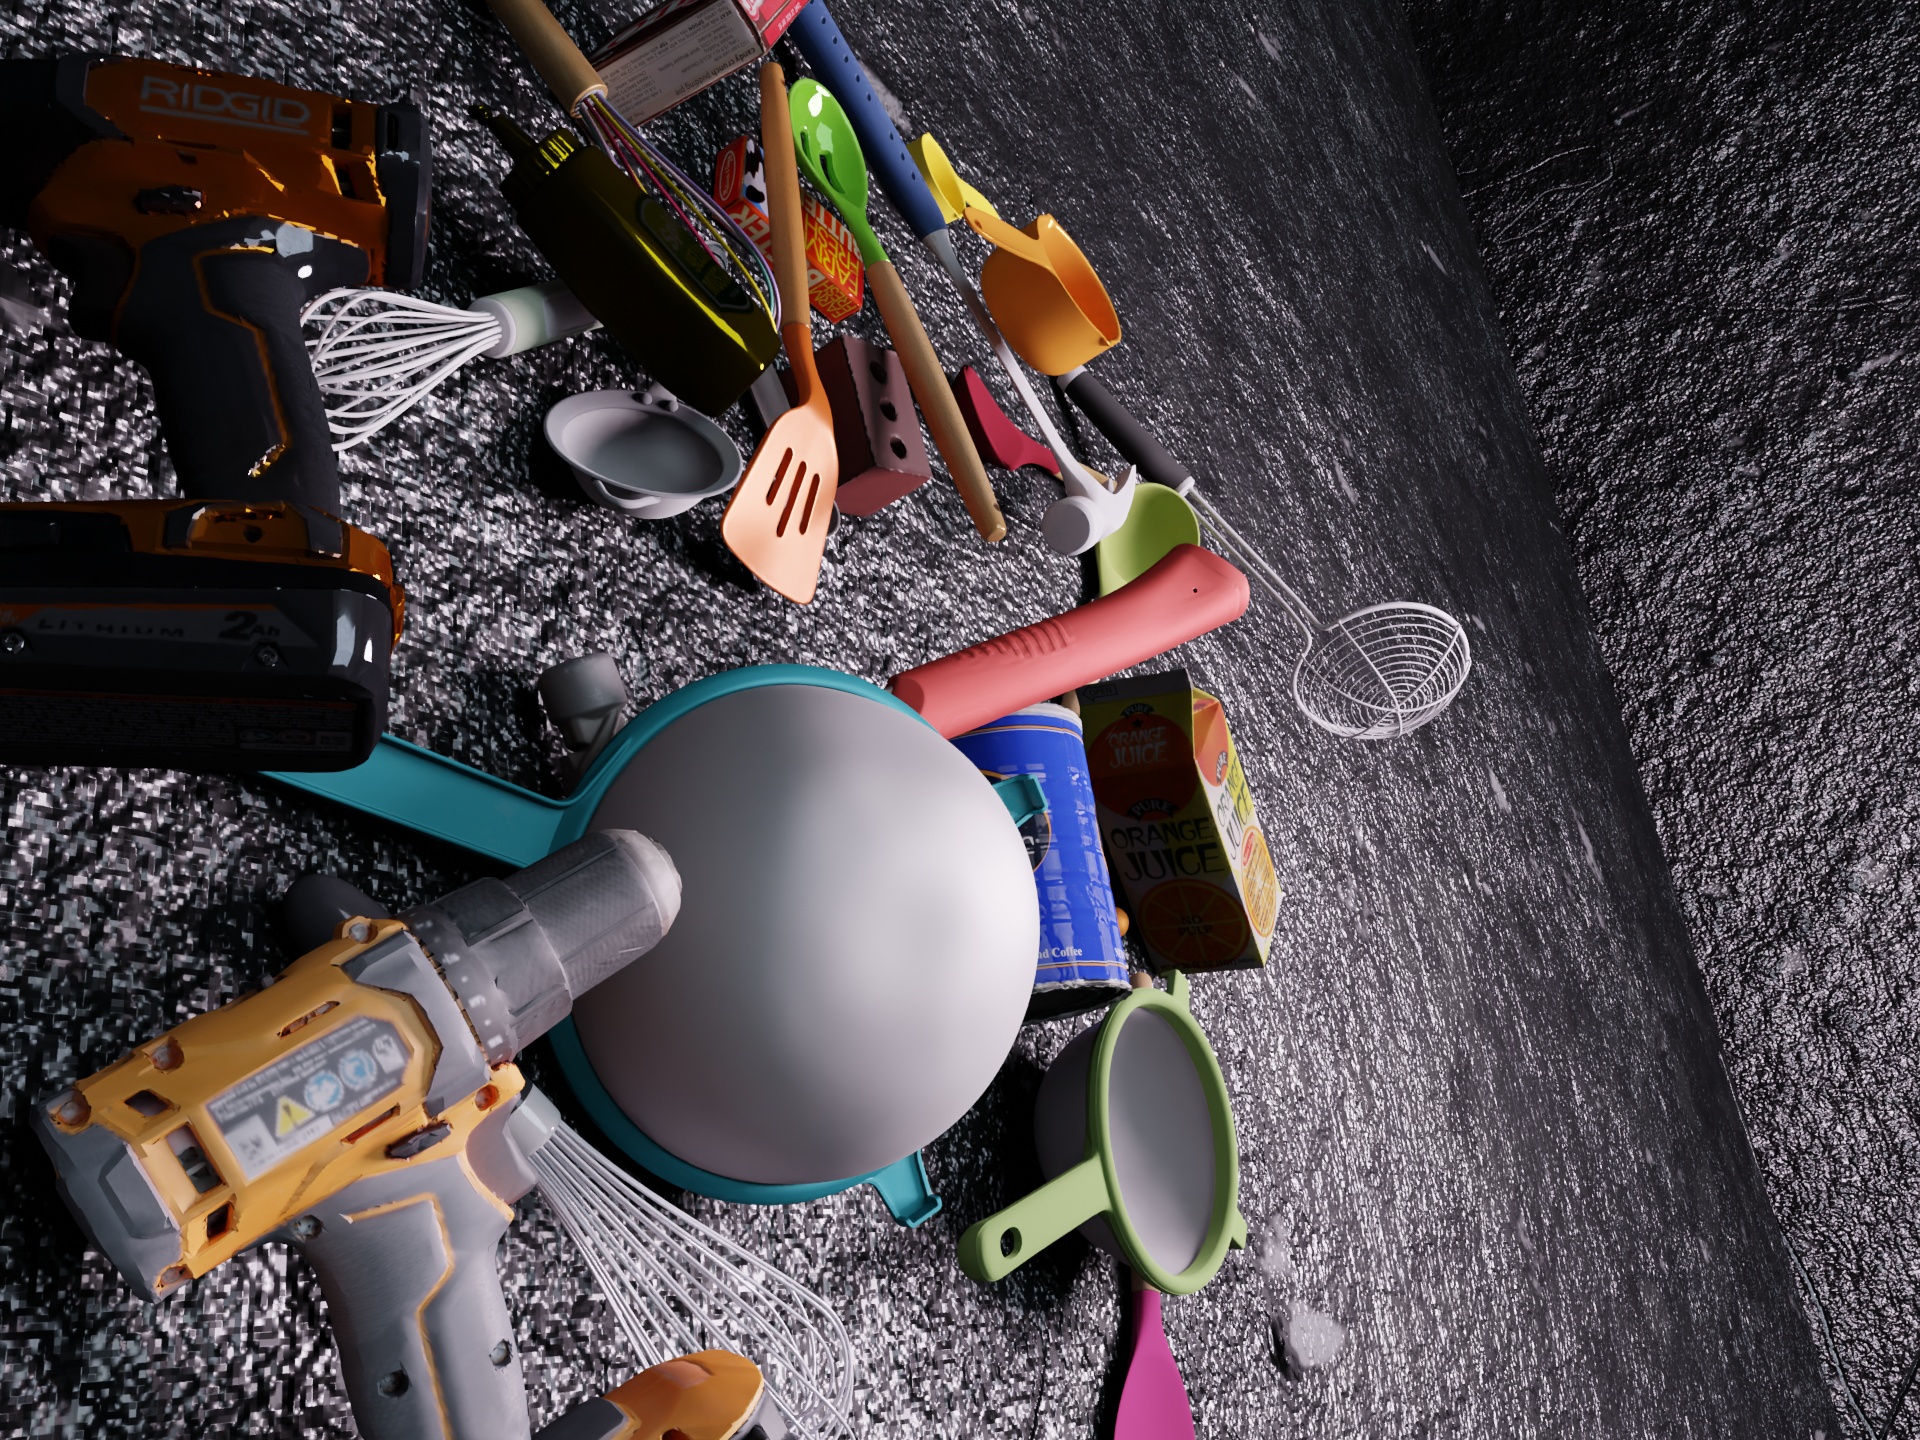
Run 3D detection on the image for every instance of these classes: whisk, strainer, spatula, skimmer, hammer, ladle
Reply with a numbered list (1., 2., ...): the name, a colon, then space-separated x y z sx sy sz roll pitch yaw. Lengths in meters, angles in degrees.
1. whisk: -0.195 -0.159 0.647 0.246 0.059 0.057 -50 141 -61
2. whisk: -0.162 -0.269 0.744 0.245 0.051 0.047 53 8 1
3. strainer: 0.053 0.220 0.774 0.256 0.069 0.151 -6 82 -57
4. strainer: -0.136 -0.160 0.746 0.087 0.050 0.259 16 43 -10
5. spatula: -0.094 -0.215 0.816 0.081 0.041 0.323 39 38 -56
6. skimmer: 0.213 -0.129 1.157 0.363 0.127 0.090 47 34 7
7. hammer: -0.001 -0.002 0.714 0.359 0.037 0.149 -21 90 -33
8. ladle: 0.079 -0.173 1.102 0.315 0.031 0.069 14 55 -56
9. hammer: -0.009 -0.290 0.988 0.405 0.035 0.144 59 25 -3
10. strainer: -0.092 0.055 0.562 0.340 0.095 0.211 26 71 -31
11. ladle: 0.094 -0.048 1.020 0.078 0.062 0.320 42 41 -16
12. whisk: -0.130 0.160 0.546 0.284 0.070 0.070 52 34 -15

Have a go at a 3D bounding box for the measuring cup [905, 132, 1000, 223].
1. measuring cup: -0.006 -0.356 1.095 0.062 0.029 0.156 70 19 4

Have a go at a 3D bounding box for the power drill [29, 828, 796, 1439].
1. power drill: -0.127 0.158 0.471 0.185 0.084 0.226 -32 98 -31

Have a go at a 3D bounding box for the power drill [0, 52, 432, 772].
1. power drill: -0.246 -0.103 0.475 0.164 0.084 0.227 3 65 -21

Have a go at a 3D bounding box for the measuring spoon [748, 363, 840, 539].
1. measuring spoon: -0.096 -0.145 0.828 0.034 0.018 0.124 -8 71 -41

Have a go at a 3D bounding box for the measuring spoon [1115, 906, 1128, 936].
1. measuring spoon: 0.066 0.093 0.929 0.116 0.011 0.021 44 38 -35

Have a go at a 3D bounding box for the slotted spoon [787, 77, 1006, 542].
1. slotted spoon: -0.037 -0.226 0.861 0.070 0.031 0.314 15 47 -54

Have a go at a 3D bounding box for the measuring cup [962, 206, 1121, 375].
1. measuring cup: 0.030 -0.253 0.919 0.173 0.052 0.095 4 60 -59

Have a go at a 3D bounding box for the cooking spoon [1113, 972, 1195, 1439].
1. cooking spoon: 0.099 0.282 0.856 0.068 0.017 0.319 34 45 -35
